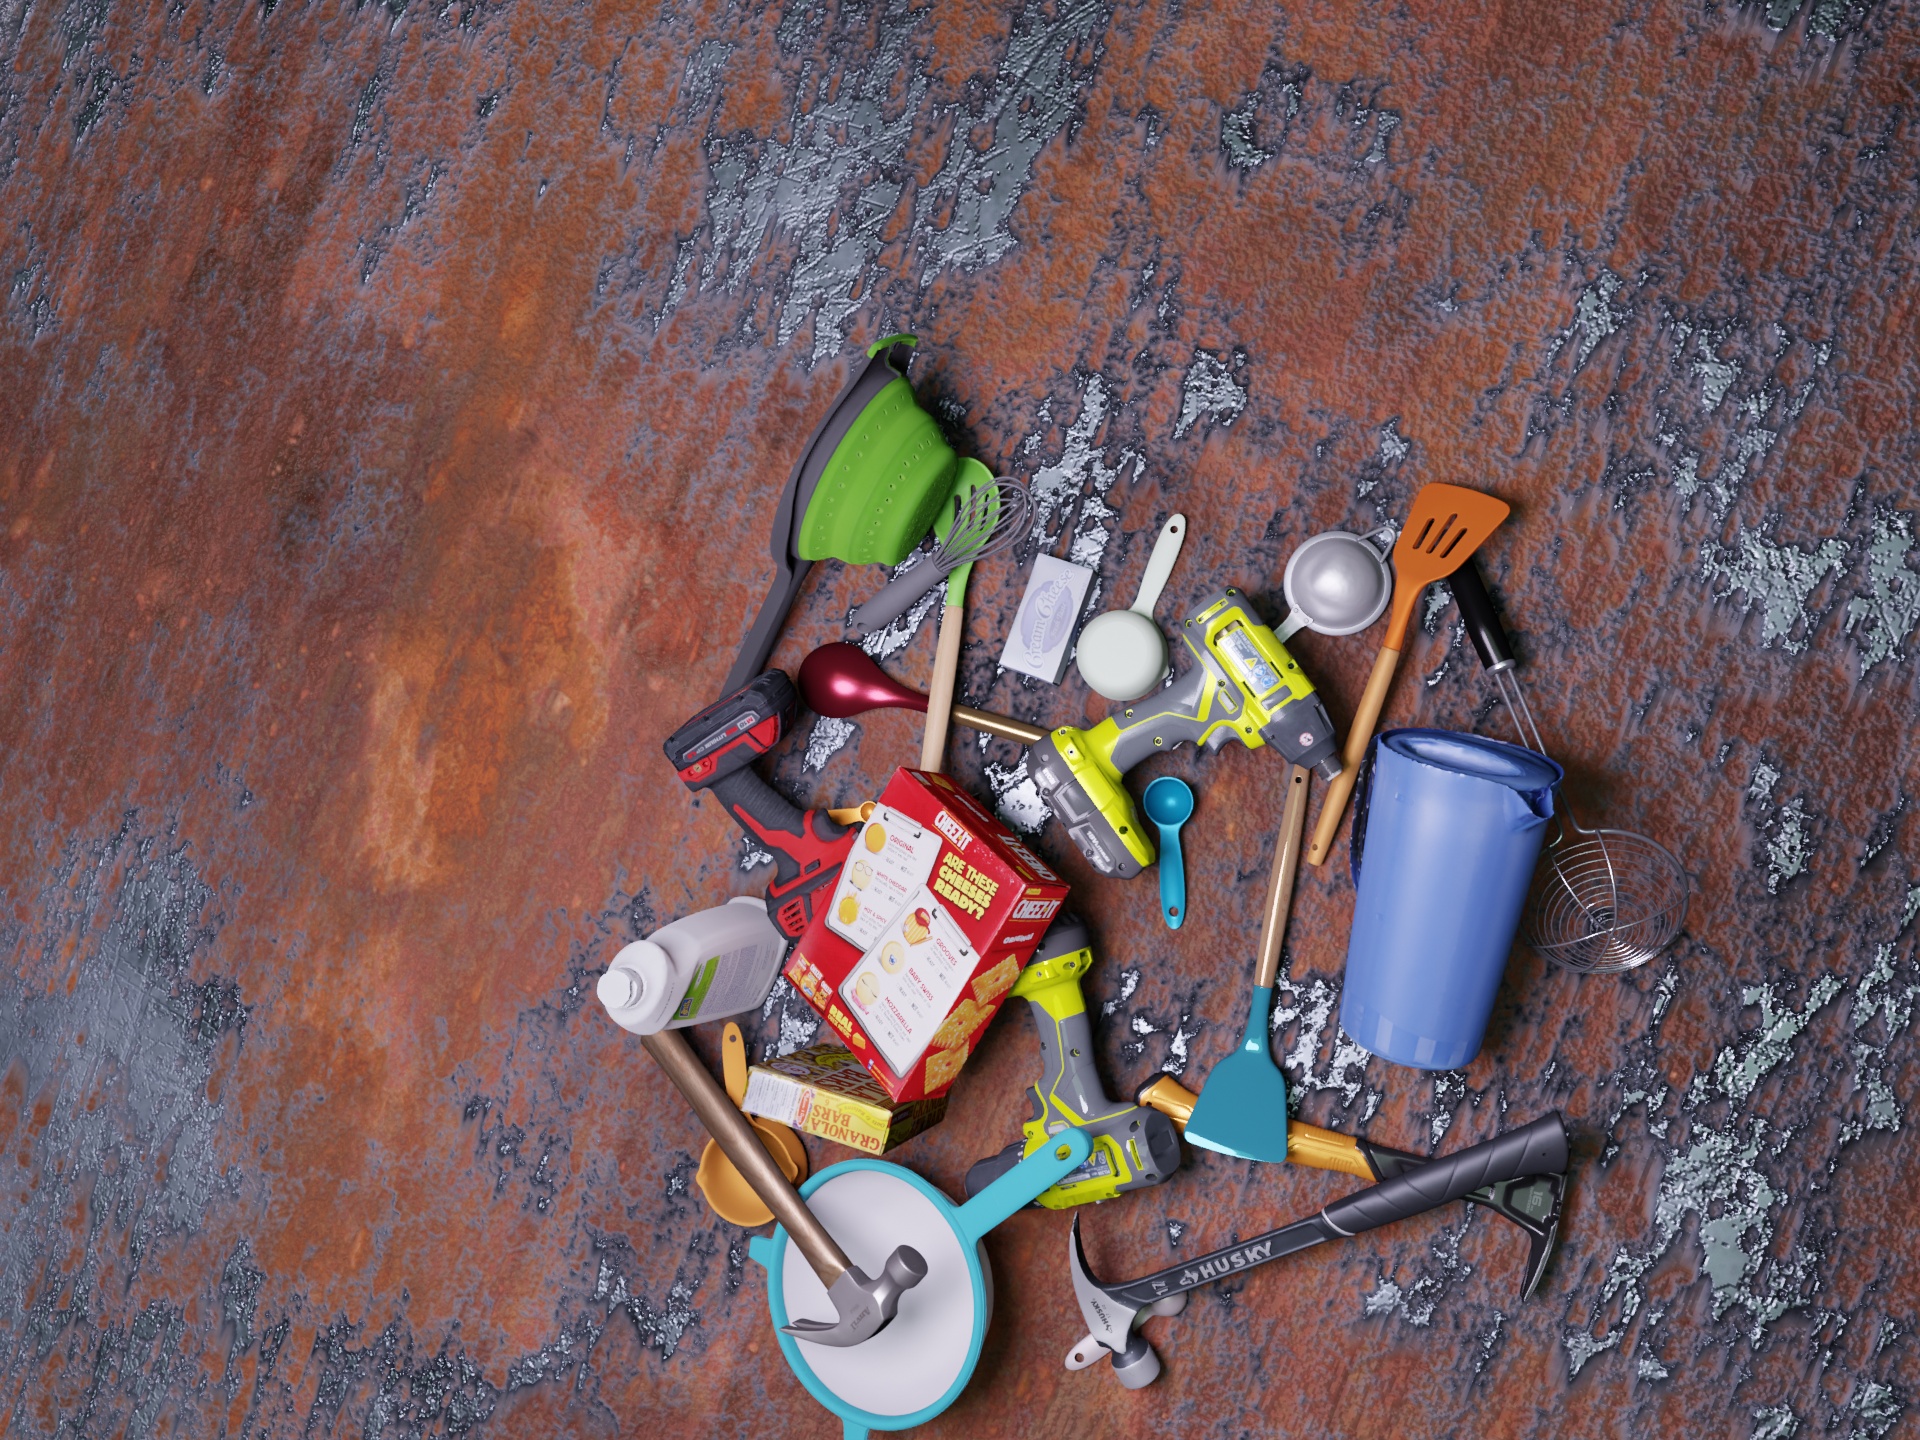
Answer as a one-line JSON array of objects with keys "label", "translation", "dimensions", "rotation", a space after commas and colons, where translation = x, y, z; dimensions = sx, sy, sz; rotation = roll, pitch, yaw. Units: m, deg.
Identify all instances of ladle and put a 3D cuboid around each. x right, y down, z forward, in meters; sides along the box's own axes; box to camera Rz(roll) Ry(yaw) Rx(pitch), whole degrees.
[{"label": "ladle", "translation": [-0.002, -0.004, 1.385], "dimensions": [0.315, 0.031, 0.069], "rotation": [16, 89, 15]}]

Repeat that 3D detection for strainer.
[{"label": "strainer", "translation": [-0.006, 0.427, 1.299], "dimensions": [0.340, 0.095, 0.211], "rotation": [-42, 66, 19]}, {"label": "strainer", "translation": [0.260, -0.066, 1.307], "dimensions": [0.258, 0.050, 0.087], "rotation": [-46, 80, 12]}]

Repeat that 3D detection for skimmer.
[{"label": "skimmer", "translation": [0.451, 0.020, 1.251], "dimensions": [0.127, 0.090, 0.363], "rotation": [-24, 70, 21]}]

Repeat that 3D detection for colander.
[{"label": "colander", "translation": [-0.102, -0.131, 1.361], "dimensions": [0.094, 0.204, 0.397], "rotation": [31, 113, 6]}]

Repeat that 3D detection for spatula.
[{"label": "spatula", "translation": [0.343, -0.033, 1.275], "dimensions": [0.081, 0.041, 0.322], "rotation": [28, 105, 44]}, {"label": "spatula", "translation": [0.249, 0.189, 1.283], "dimensions": [0.082, 0.044, 0.317], "rotation": [9, 85, 20]}]

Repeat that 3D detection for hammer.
[{"label": "hammer", "translation": [0.300, 0.352, 1.267], "dimensions": [0.337, 0.034, 0.127], "rotation": [12, 88, 17]}, {"label": "hammer", "translation": [0.272, 0.388, 1.228], "dimensions": [0.409, 0.036, 0.149], "rotation": [-27, 99, 17]}, {"label": "hammer", "translation": [-0.168, 0.378, 1.329], "dimensions": [0.332, 0.031, 0.130], "rotation": [45, 107, 27]}]

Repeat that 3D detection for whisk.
[{"label": "whisk", "translation": [-0.020, -0.133, 1.344], "dimensions": [0.239, 0.055, 0.055], "rotation": [-34, 76, 41]}]

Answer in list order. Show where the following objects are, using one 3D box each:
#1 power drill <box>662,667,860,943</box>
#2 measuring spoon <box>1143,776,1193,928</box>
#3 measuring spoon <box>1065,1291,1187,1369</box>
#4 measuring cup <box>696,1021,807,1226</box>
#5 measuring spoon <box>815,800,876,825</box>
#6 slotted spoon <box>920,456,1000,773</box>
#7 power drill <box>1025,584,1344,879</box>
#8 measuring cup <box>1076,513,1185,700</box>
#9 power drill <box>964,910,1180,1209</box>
[{"label": "power drill", "translation": [-0.142, 0.074, 1.365], "dimensions": [0.143, 0.078, 0.219], "rotation": [-30, 100, 16]}, {"label": "measuring spoon", "translation": [0.178, 0.110, 1.332], "dimensions": [0.042, 0.021, 0.128], "rotation": [-2, 95, 18]}, {"label": "measuring spoon", "translation": [0.134, 0.501, 1.312], "dimensions": [0.124, 0.018, 0.034], "rotation": [-40, 77, 11]}, {"label": "measuring cup", "translation": [-0.183, 0.351, 1.397], "dimensions": [0.095, 0.052, 0.174], "rotation": [-10, 82, 15]}, {"label": "measuring spoon", "translation": [-0.124, 0.091, 1.422], "dimensions": [0.117, 0.011, 0.021], "rotation": [-12, 84, 18]}, {"label": "slotted spoon", "translation": [-0.011, -0.073, 1.373], "dimensions": [0.070, 0.031, 0.314], "rotation": [3, 81, 29]}, {"label": "power drill", "translation": [0.181, 0.023, 1.277], "dimensions": [0.223, 0.080, 0.171], "rotation": [-37, 82, 11]}, {"label": "measuring cup", "translation": [0.151, -0.098, 1.339], "dimensions": [0.083, 0.038, 0.167], "rotation": [23, 95, 16]}, {"label": "power drill", "translation": [0.060, 0.288, 1.310], "dimensions": [0.190, 0.080, 0.228], "rotation": [-23, 80, 31]}]
